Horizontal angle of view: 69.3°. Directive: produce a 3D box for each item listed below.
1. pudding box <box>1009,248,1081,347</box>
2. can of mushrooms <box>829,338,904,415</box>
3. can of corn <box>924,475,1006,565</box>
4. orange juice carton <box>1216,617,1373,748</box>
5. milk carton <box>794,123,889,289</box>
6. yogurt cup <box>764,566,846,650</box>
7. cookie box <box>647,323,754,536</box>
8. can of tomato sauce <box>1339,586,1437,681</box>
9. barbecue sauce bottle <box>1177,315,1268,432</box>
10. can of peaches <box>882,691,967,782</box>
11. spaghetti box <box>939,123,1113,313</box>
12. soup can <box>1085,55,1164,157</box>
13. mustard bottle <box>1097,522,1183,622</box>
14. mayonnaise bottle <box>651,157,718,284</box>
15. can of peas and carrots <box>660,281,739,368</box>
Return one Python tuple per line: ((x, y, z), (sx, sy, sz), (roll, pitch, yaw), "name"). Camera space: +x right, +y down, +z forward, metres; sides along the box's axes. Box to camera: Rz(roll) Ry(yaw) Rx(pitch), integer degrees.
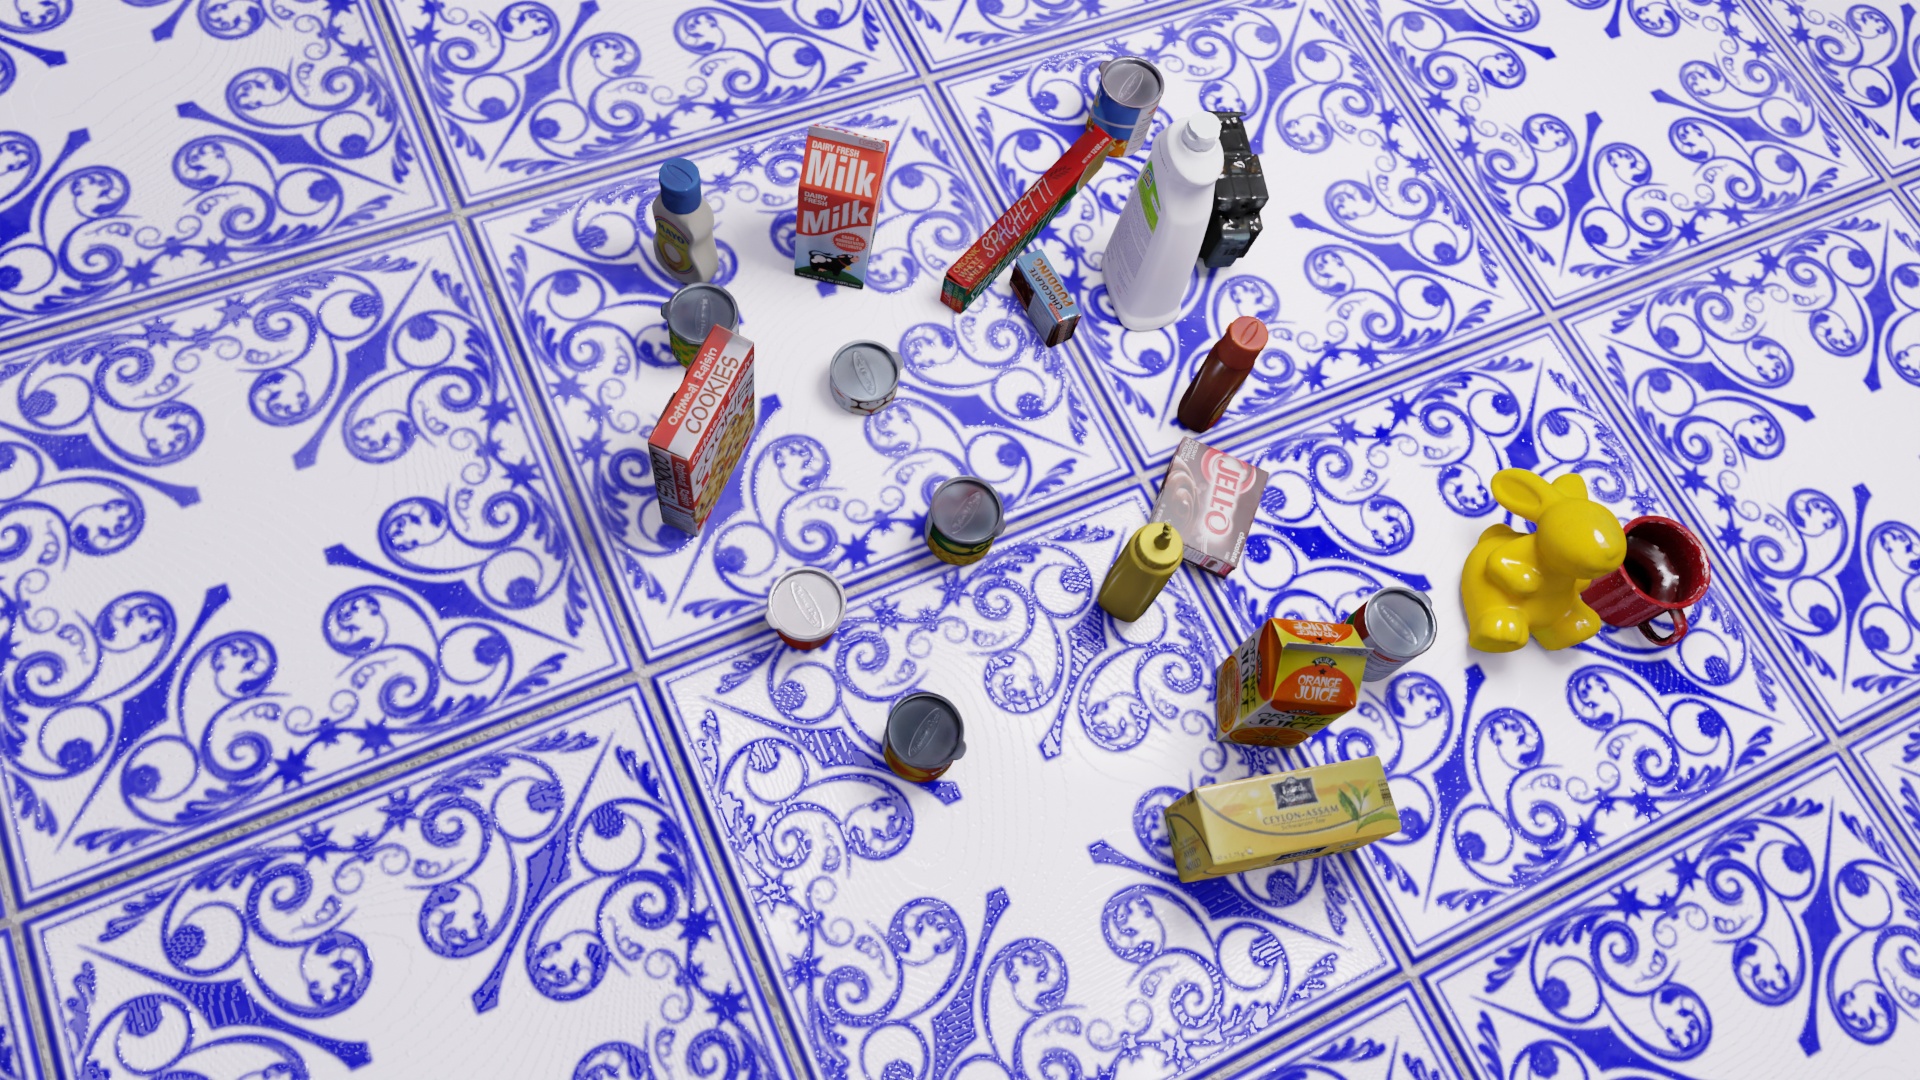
((0.082, -0.239, 1.366), (0.030, 0.049, 0.084), (-25, 73, -16), "pudding box")
((-0.089, -0.155, 1.316), (0.071, 0.033, 0.071), (3, 68, -7), "can of mushrooms")
((0.004, -0.016, 1.259), (0.071, 0.058, 0.071), (3, 68, -7), "can of corn")
((0.277, 0.117, 1.171), (0.072, 0.192, 0.073), (6, 68, -5), "orange juice carton")
((-0.111, -0.320, 1.295), (0.072, 0.189, 0.074), (11, 67, -3), "milk carton")
((-0.134, 0.062, 1.210), (0.072, 0.053, 0.072), (3, 68, -7), "yogurt cup")
((-0.221, -0.092, 1.199), (0.040, 0.166, 0.123), (23, 67, 2), "cookie box")
((0.383, 0.084, 1.258), (0.071, 0.082, 0.071), (3, 68, -7), "can of tomato sauce")
((0.247, -0.158, 1.303), (0.044, 0.148, 0.065), (34, 68, 6), "barbecue sauce bottle")
((-0.030, 0.169, 1.179), (0.071, 0.057, 0.071), (3, 68, -7), "can of peaches")
((0.067, -0.325, 1.399), (0.029, 0.050, 0.251), (38, 68, 8), "spaghetti box")
((0.168, -0.452, 1.447), (0.071, 0.083, 0.071), (3, 68, -7), "soup can")
((0.162, 0.021, 1.211), (0.049, 0.159, 0.065), (30, 68, 5), "mustard bottle")
((-0.257, -0.296, 1.288), (0.065, 0.147, 0.041), (35, 68, 7), "mayonnaise bottle")
((-0.242, -0.198, 1.299), (0.071, 0.058, 0.071), (3, 68, -7), "can of peas and carrots")
